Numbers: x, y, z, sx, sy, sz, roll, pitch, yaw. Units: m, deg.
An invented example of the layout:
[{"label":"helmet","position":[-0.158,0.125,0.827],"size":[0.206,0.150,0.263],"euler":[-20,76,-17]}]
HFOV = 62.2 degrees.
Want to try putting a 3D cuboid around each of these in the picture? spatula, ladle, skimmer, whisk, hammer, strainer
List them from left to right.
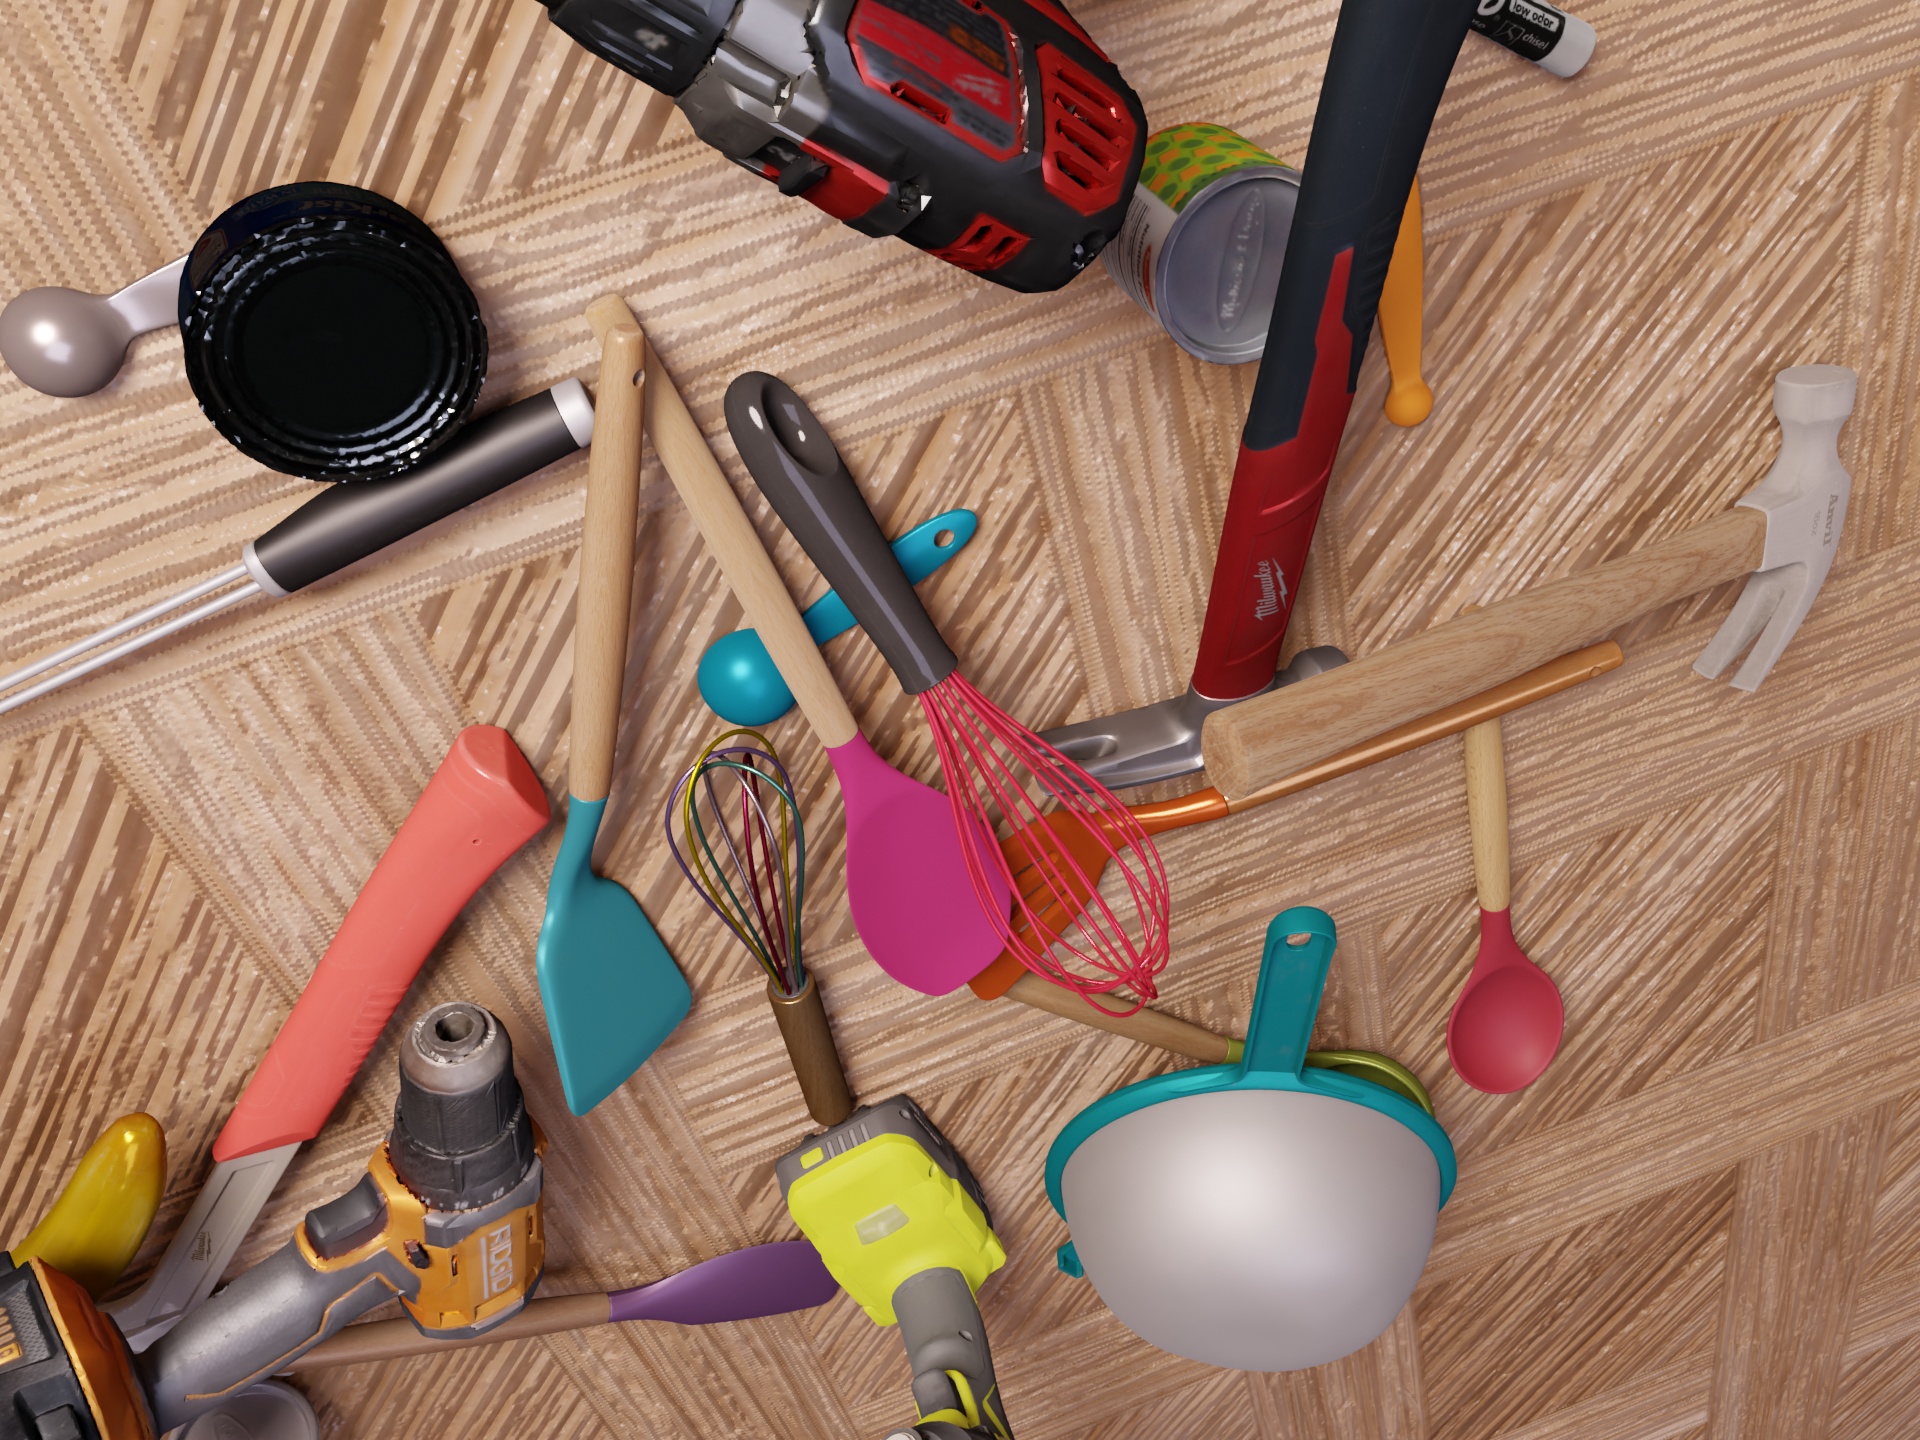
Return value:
[{"label":"skimmer","position":[-0.271,0.002,0.516],"size":[0.363,0.090,0.127],"euler":[-27,161,-2]},{"label":"hammer","position":[-0.277,0.144,0.648],"size":[0.149,0.037,0.359],"euler":[23,114,-31]},{"label":"spatula","position":[-0.195,0.285,0.766],"size":[0.315,0.018,0.059],"euler":[3,122,-31]},{"label":"spatula","position":[-0.125,0.009,0.586],"size":[0.044,0.082,0.317],"euler":[24,126,17]},{"label":"whisk","position":[-0.074,0.097,0.682],"size":[0.051,0.047,0.244],"euler":[-1,133,10]},{"label":"whisk","position":[-0.001,-0.002,0.596],"size":[0.073,0.073,0.295],"euler":[-32,111,4]},{"label":"ladle","position":[0.111,0.167,0.787],"size":[0.320,0.062,0.078],"euler":[23,125,-28]},{"label":"hammer","position":[0.099,-0.101,0.531],"size":[0.143,0.038,0.386],"euler":[-13,145,-10]},{"label":"strainer","position":[0.145,0.223,0.753],"size":[0.211,0.095,0.340],"euler":[1,137,3]},{"label":"spatula","position":[0.142,0.033,0.702],"size":[0.322,0.041,0.080],"euler":[-21,128,2]},{"label":"ladle","position":[0.264,0.073,0.790],"size":[0.069,0.031,0.315],"euler":[-22,126,-6]},{"label":"hammer","position":[0.238,-0.038,0.641],"size":[0.331,0.031,0.130],"euler":[-21,119,-21]}]

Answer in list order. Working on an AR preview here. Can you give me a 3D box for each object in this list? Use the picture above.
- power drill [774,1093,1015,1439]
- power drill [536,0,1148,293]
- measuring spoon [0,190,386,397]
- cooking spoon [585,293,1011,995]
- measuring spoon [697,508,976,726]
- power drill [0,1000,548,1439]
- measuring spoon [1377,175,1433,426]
[{"label":"power drill","position":[-0.013,0.289,0.721],"size":[0.080,0.223,0.171],"euler":[-29,128,2]},{"label":"power drill","position":[-0.021,-0.235,0.369],"size":[0.187,0.080,0.227],"euler":[20,81,-29]},{"label":"measuring spoon","position":[-0.231,-0.130,0.481],"size":[0.124,0.018,0.034],"euler":[-24,128,-2]},{"label":"cooking spoon","position":[-0.056,-0.014,0.598],"size":[0.069,0.017,0.318],"euler":[-35,122,-14]},{"label":"measuring spoon","position":[-0.045,-0.038,0.607],"size":[0.128,0.021,0.042],"euler":[-35,128,9]},{"label":"power drill","position":[-0.264,0.207,0.605],"size":[0.226,0.084,0.185],"euler":[-22,141,-34]},{"label":"measuring spoon","position":[0.168,-0.161,0.600],"size":[0.021,0.011,0.116],"euler":[-21,128,-4]}]
